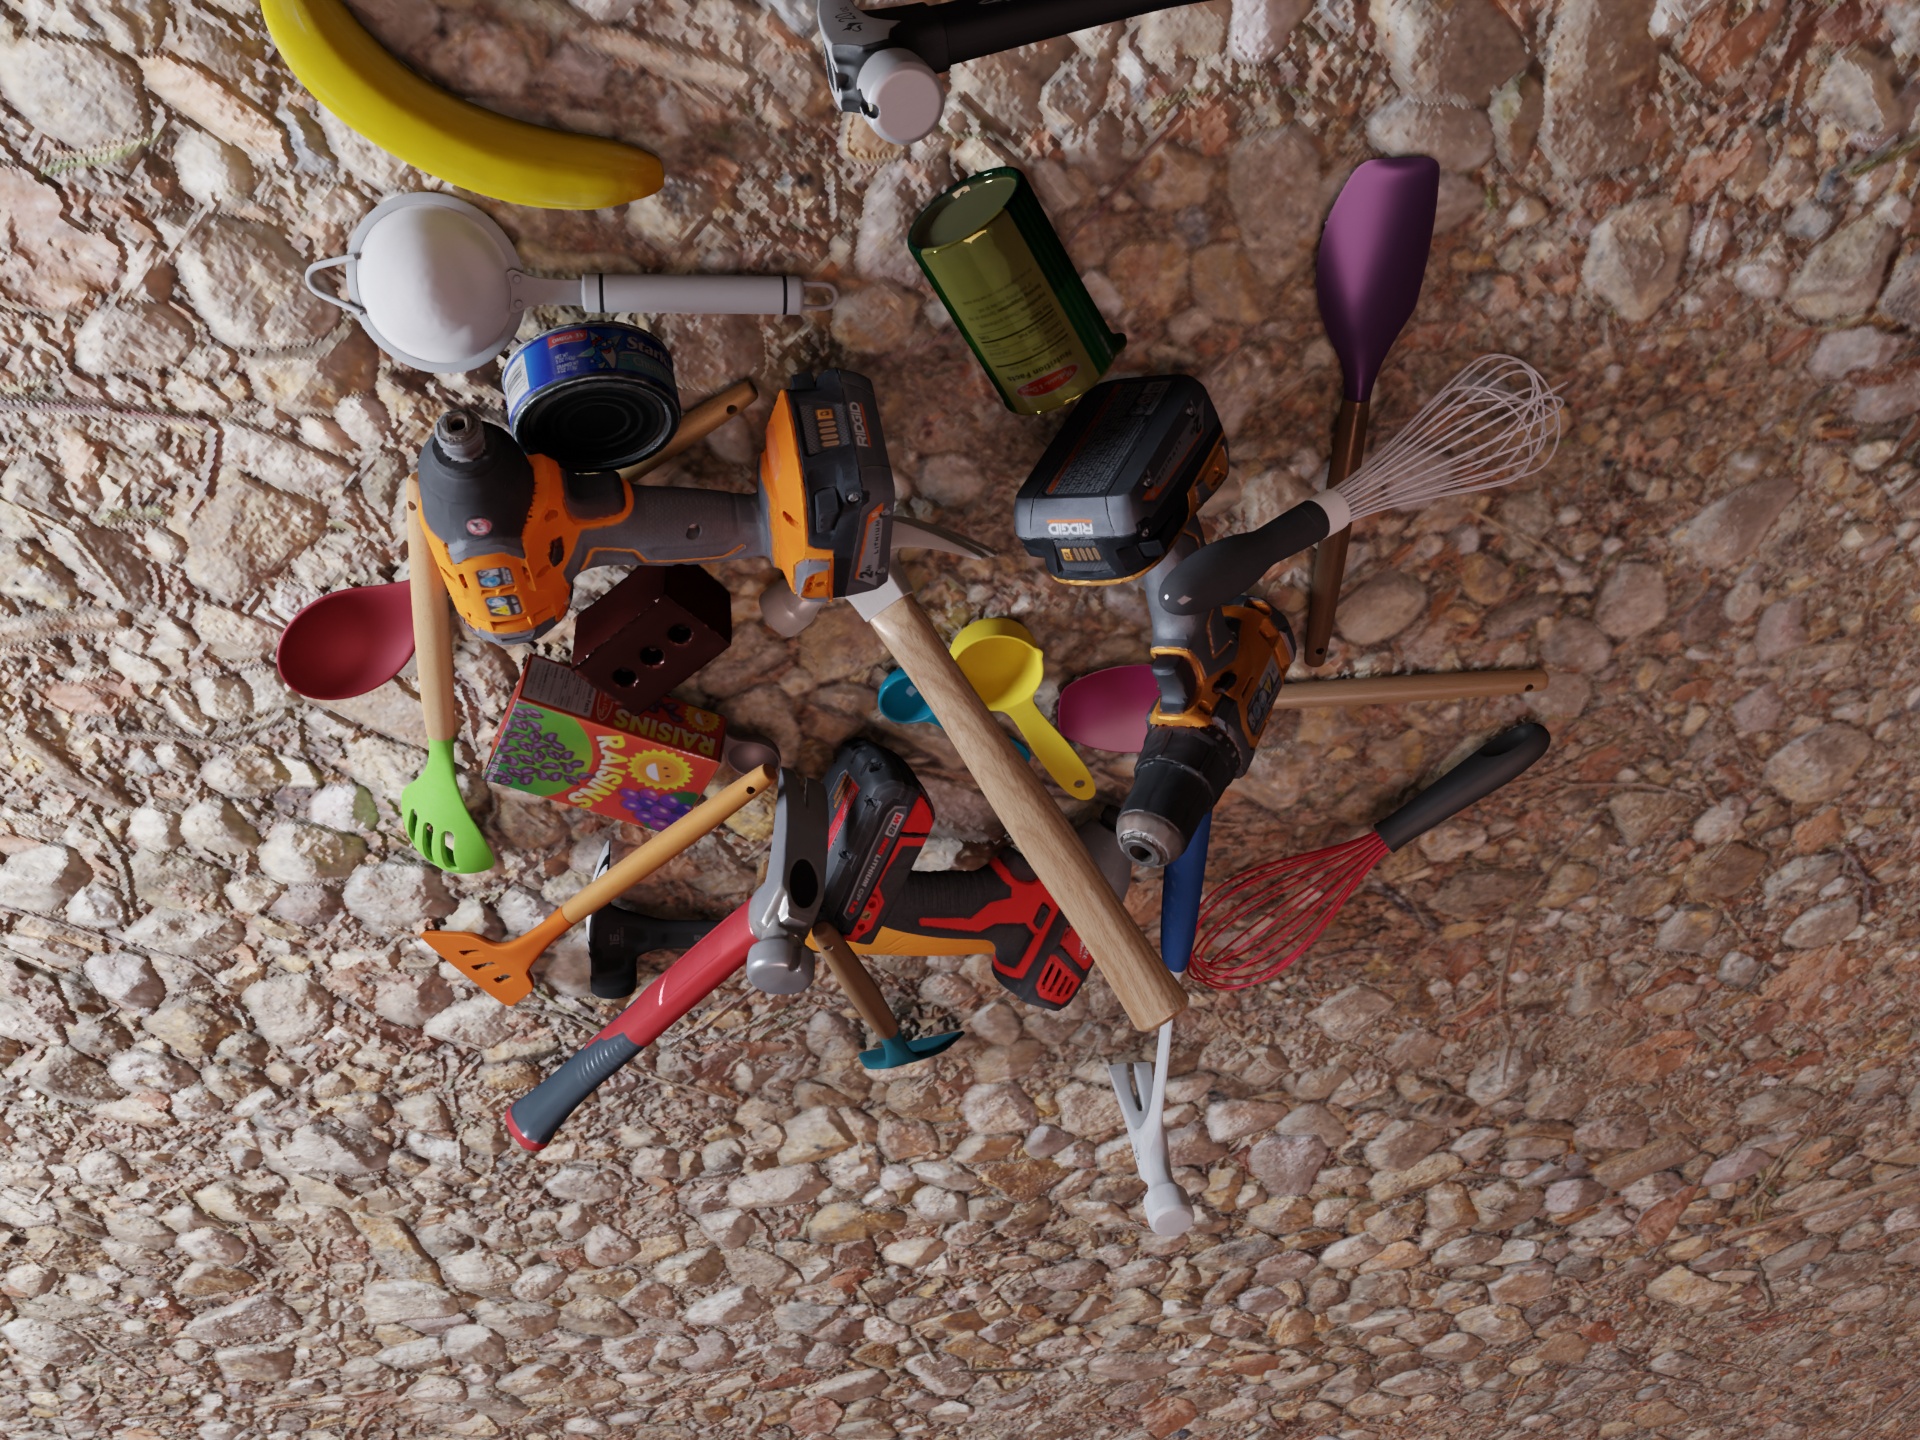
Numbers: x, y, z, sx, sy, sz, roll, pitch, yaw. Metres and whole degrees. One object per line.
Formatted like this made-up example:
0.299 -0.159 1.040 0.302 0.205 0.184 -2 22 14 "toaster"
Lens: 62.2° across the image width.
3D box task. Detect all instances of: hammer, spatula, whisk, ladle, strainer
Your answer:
0.026 0.030 0.896 0.130 0.031 0.331 -34 91 23 "hammer"
-0.057 0.187 1.059 0.082 0.044 0.317 -12 150 4 "spatula"
0.274 0.091 1.090 0.296 0.073 0.073 -37 126 15 "whisk"
0.217 -0.159 0.893 0.060 0.018 0.315 -4 129 -3 "spatula"
0.099 -0.324 0.688 0.334 0.146 0.035 -17 132 -9 "hammer"
-0.227 0.104 1.002 0.322 0.041 0.081 -34 113 28 "spatula"
-0.084 0.140 1.092 0.336 0.034 0.127 2 131 -10 "hammer"
0.213 -0.122 0.831 0.284 0.070 0.070 -28 135 -23 "whisk"
-0.243 -0.101 0.869 0.315 0.031 0.069 -29 139 13 "ladle"
0.144 0.169 1.099 0.035 0.144 0.405 -4 125 -7 "hammer"
-0.188 -0.210 0.778 0.258 0.050 0.086 -2 116 -11 "strainer"
-0.200 0.178 1.035 0.038 0.143 0.386 25 135 -26 "hammer"

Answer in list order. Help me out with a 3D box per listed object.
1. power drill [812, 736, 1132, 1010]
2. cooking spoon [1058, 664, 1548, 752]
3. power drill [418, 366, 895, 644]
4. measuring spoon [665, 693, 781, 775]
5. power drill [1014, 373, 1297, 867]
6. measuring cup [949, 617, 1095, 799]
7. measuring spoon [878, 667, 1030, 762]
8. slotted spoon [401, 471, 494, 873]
0.010 0.096 1.026 0.219 0.079 0.143 22 101 -28 "power drill"
0.220 -0.016 1.014 0.319 0.017 0.068 -3 126 -5 "cooking spoon"
-0.151 -0.110 0.789 0.226 0.084 0.164 -9 157 -9 "power drill"
-0.162 -0.004 0.974 0.124 0.018 0.034 34 131 -23 "measuring spoon"
0.108 -0.048 0.867 0.084 0.185 0.226 4 137 36 "power drill"
0.044 -0.005 0.990 0.062 0.029 0.156 -26 129 15 "measuring cup"
-0.002 -0.003 0.998 0.042 0.021 0.128 -40 133 24 "measuring spoon"
-0.298 -0.012 0.902 0.070 0.031 0.313 28 136 14 "slotted spoon"
